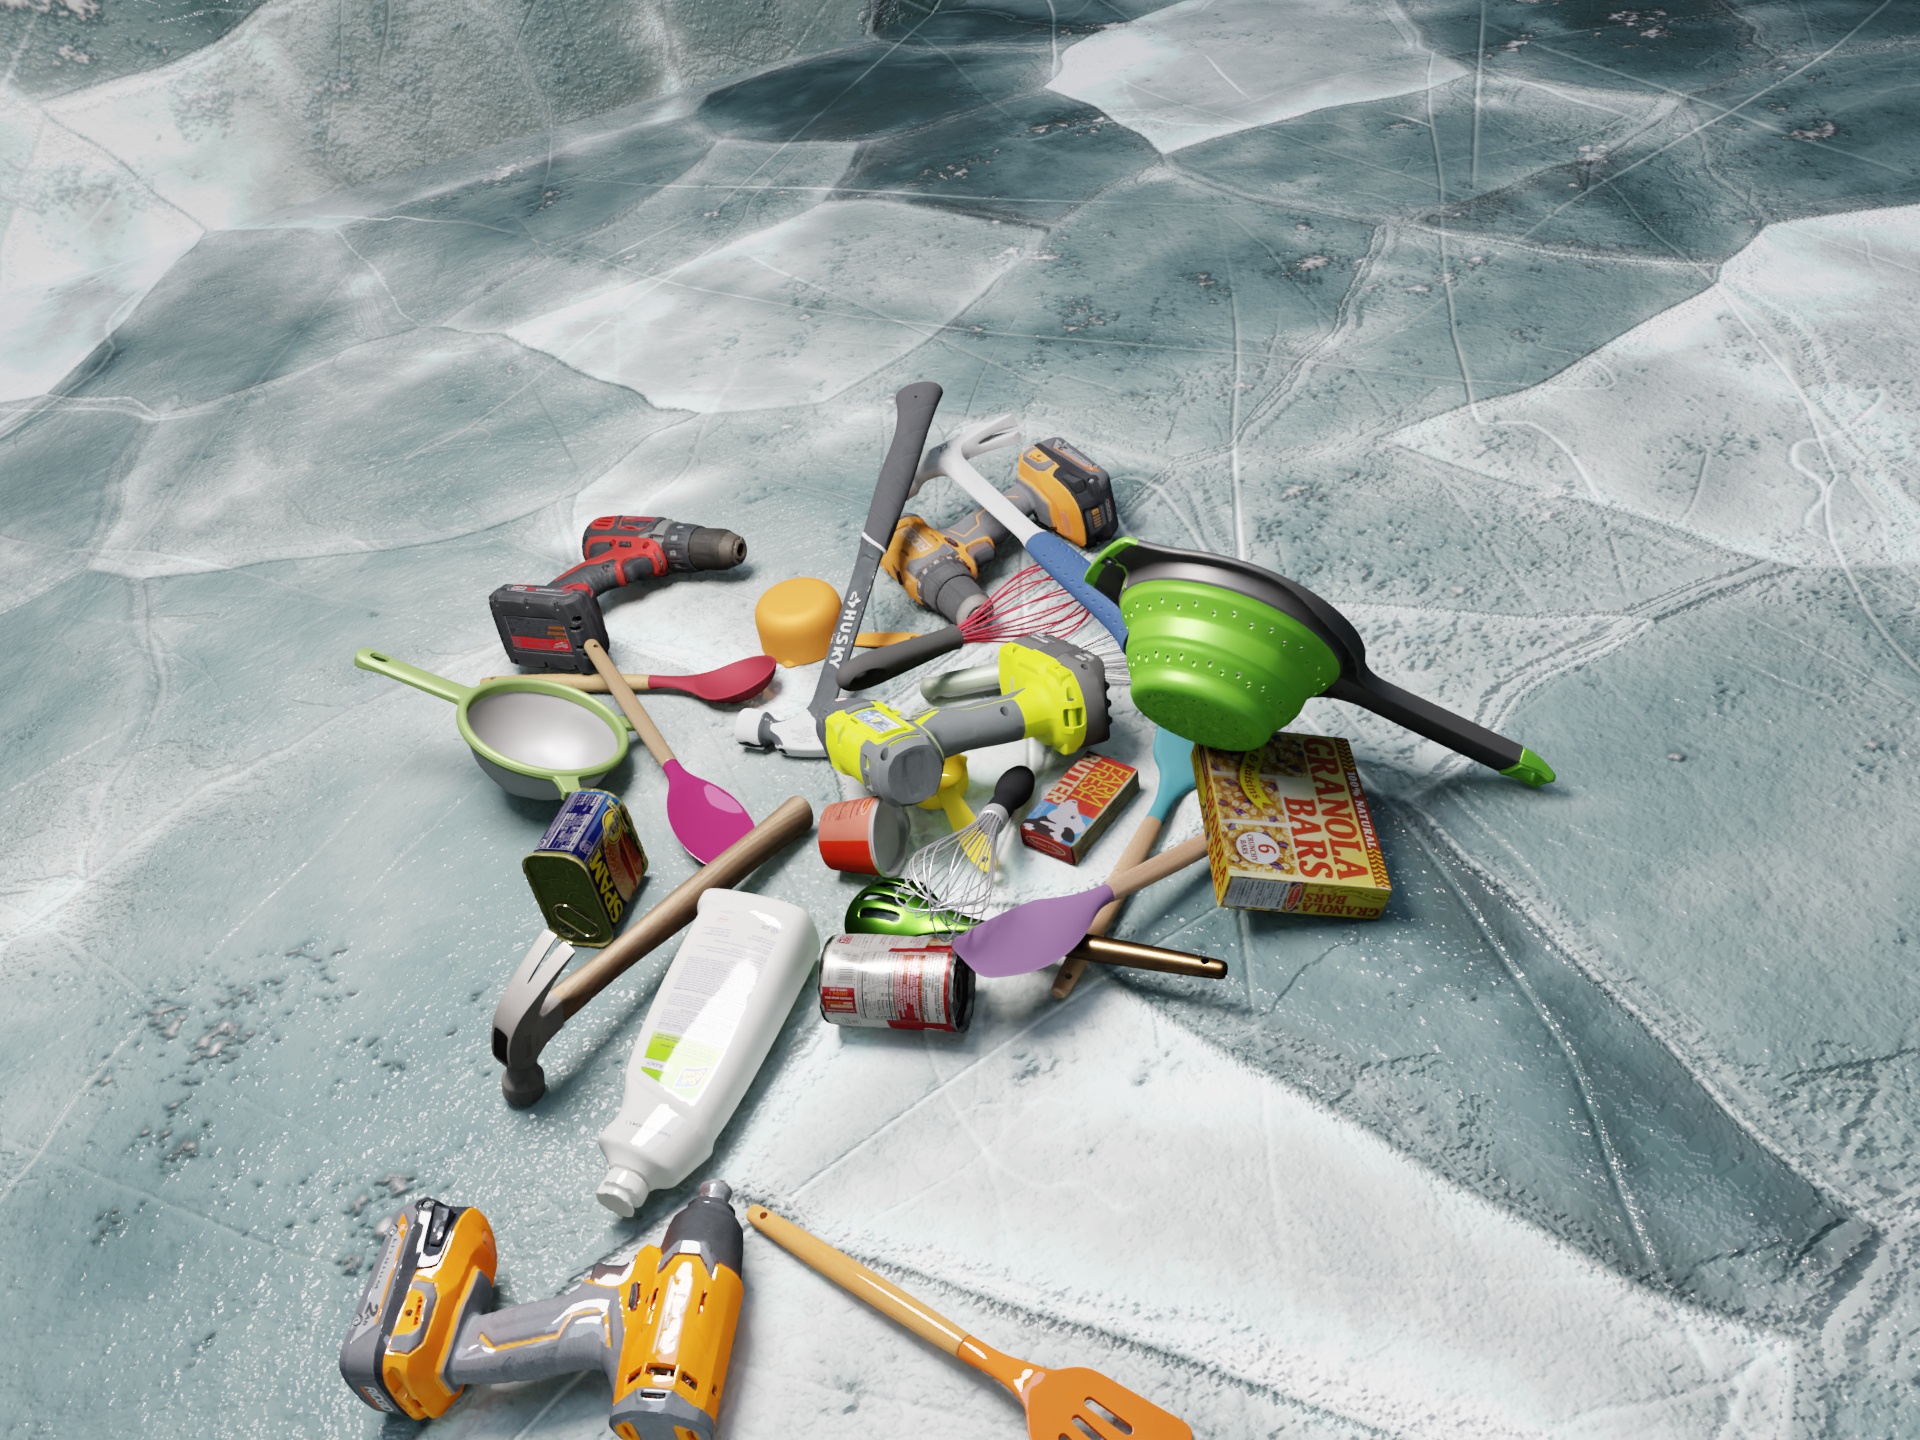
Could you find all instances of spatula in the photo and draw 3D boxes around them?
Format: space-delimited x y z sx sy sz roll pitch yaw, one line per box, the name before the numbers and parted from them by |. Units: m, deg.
spatula | 0.132 0.121 1.192 0.316 0.018 0.060 -22 45 -31
spatula | -0.014 0.375 0.968 0.323 0.041 0.081 18 48 37
spatula | 0.143 0.091 1.250 0.082 0.044 0.318 28 51 8

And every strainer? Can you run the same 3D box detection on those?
strainer | -0.425 0.009 1.416 0.256 0.069 0.151 22 28 3

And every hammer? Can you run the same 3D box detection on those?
hammer | 0.070 -0.173 1.463 0.144 0.035 0.406 -31 40 -8
hammer | -0.082 -0.149 1.489 0.149 0.036 0.409 8 66 17
hammer | -0.228 0.152 1.229 0.031 0.130 0.331 29 44 22

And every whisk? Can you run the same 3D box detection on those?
whisk | 0.017 0.087 1.219 0.070 0.070 0.285 2 19 15
whisk | 0.083 -0.048 1.434 0.246 0.059 0.058 -10 -4 7
whisk | 0.011 -0.082 1.434 0.296 0.073 0.073 -23 39 -32

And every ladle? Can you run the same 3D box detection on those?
ladle | -0.322 -0.037 1.528 0.315 0.031 0.069 0 34 16

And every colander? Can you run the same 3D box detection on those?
colander | 0.268 -0.006 1.214 0.397 0.204 0.094 25 74 -6

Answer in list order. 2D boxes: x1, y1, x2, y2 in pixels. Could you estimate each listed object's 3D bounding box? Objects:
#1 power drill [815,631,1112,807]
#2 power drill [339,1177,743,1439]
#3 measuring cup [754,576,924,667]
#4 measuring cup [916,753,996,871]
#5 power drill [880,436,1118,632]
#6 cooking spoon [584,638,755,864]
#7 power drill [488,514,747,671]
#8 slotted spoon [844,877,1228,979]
power drill | -0.002 -0.004 1.328 0.223 0.080 0.171 -16 23 -24
power drill | -0.247 0.359 0.993 0.226 0.084 0.164 1 45 9
measuring cup | -0.117 -0.098 1.529 0.174 0.052 0.095 3 41 20
measuring cup | -0.003 0.080 1.313 0.062 0.029 0.157 -20 43 -11
power drill | 0.045 -0.178 1.570 0.226 0.084 0.186 -28 42 -13
cooking spoon | -0.268 0.024 1.413 0.068 0.017 0.319 -14 46 -31
power drill | -0.340 -0.139 1.602 0.188 0.080 0.227 6 34 25
slotted spoon | 0.047 0.159 1.182 0.314 0.031 0.070 6 46 27
